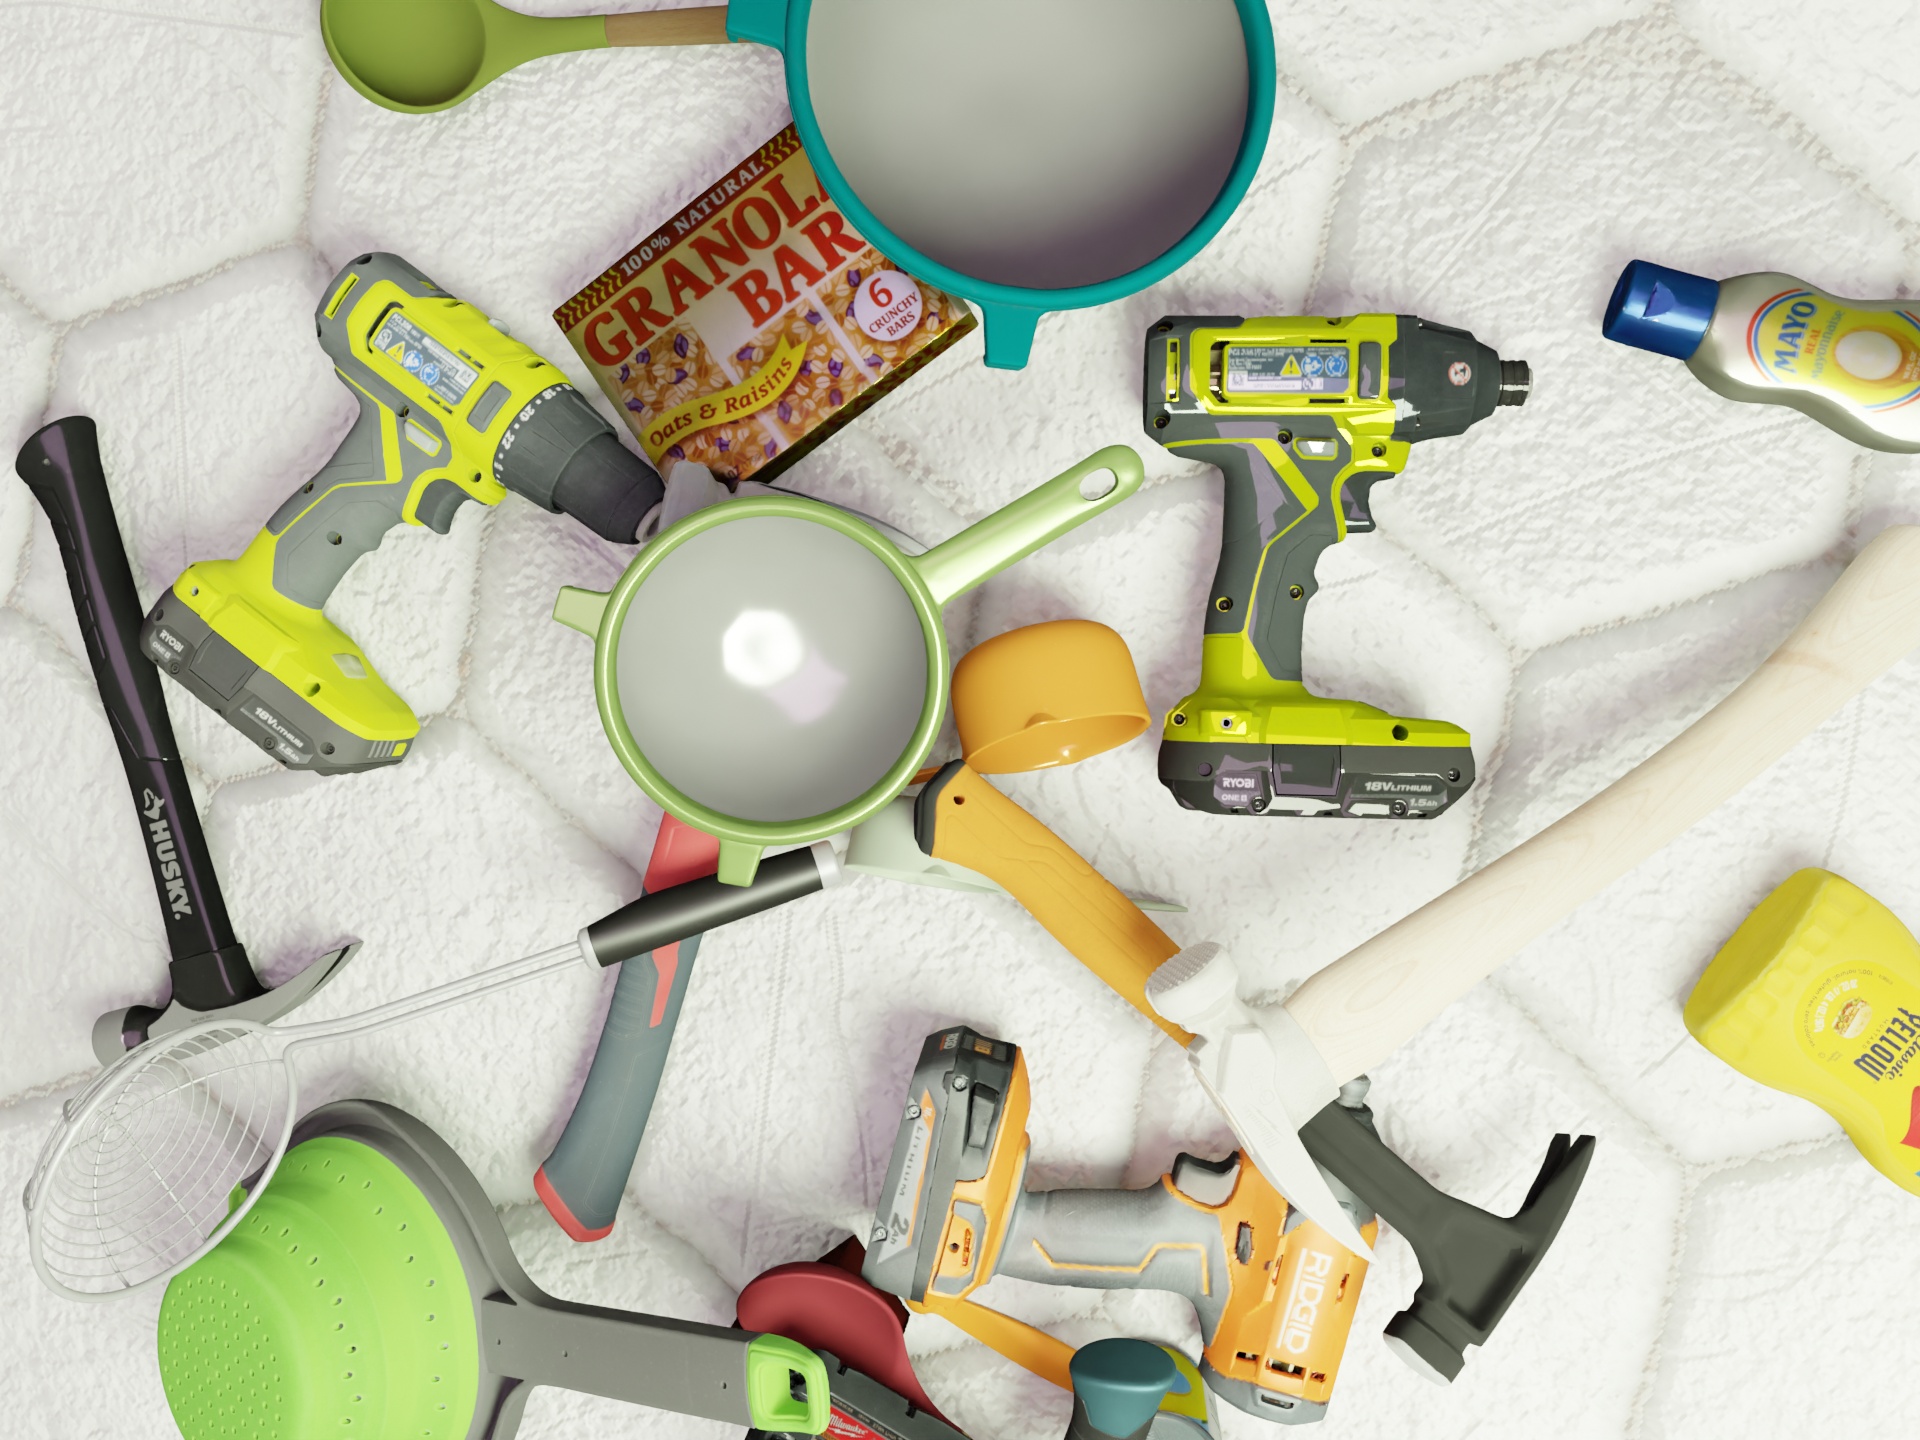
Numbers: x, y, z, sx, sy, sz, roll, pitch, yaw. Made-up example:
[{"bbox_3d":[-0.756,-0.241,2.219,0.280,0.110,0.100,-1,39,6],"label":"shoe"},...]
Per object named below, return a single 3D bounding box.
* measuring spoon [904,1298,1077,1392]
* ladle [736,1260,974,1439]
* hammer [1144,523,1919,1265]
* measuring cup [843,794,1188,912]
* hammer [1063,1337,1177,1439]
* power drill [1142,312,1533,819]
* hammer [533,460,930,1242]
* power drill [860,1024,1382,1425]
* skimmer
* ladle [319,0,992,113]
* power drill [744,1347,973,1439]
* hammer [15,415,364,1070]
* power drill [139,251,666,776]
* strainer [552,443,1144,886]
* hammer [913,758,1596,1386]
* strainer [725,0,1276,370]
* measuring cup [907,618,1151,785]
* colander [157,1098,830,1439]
[{"bbox_3d":[0.025,0.308,0.789,0.117,0.011,0.021,26,96,5],"label":"measuring spoon"},{"bbox_3d":[0.013,0.357,0.750,0.069,0.031,0.315,-35,104,26],"label":"ladle"},{"bbox_3d":[0.280,0.054,0.672,0.410,0.038,0.146,-34,96,-8],"label":"hammer"},{"bbox_3d":[0.029,0.065,0.756,0.167,0.083,0.038,9,80,-8],"label":"measuring cup"},{"bbox_3d":[0.036,0.417,0.737,0.128,0.033,0.331,17,113,7],"label":"hammer"},{"bbox_3d":[0.168,-0.070,0.717,0.171,0.080,0.223,1,91,4],"label":"power drill"},{"bbox_3d":[-0.120,0.079,0.777,0.143,0.038,0.386,15,100,-14],"label":"hammer"},{"bbox_3d":[0.082,0.217,0.744,0.226,0.084,0.164,15,94,3],"label":"power drill"},{"bbox_3d":[-0.218,0.145,0.706,0.363,0.127,0.090,-19,50,-10],"label":"skimmer"},{"bbox_3d":[-0.145,-0.334,0.758,0.320,0.062,0.078,0,96,6],"label":"ladle"},{"bbox_3d":[-0.088,0.391,0.739,0.143,0.079,0.219,33,125,-3],"label":"power drill"},{"bbox_3d":[-0.420,0.006,0.827,0.146,0.035,0.335,-15,91,9],"label":"hammer"},{"bbox_3d":[-0.270,-0.087,0.780,0.190,0.080,0.228,37,95,5],"label":"power drill"},{"bbox_3d":[-0.037,-0.052,0.702,0.256,0.069,0.151,-31,103,-1],"label":"strainer"},{"bbox_3d":[0.118,0.131,0.698,0.337,0.034,0.127,41,76,1],"label":"hammer"},{"bbox_3d":[0.074,-0.317,0.718,0.340,0.095,0.211,-40,94,-9],"label":"strainer"},{"bbox_3d":[-0.001,-0.002,0.738,0.173,0.095,0.052,-13,76,10],"label":"measuring cup"},{"bbox_3d":[-0.240,0.286,0.712,0.397,0.094,0.204,-5,90,32],"label":"colander"}]
